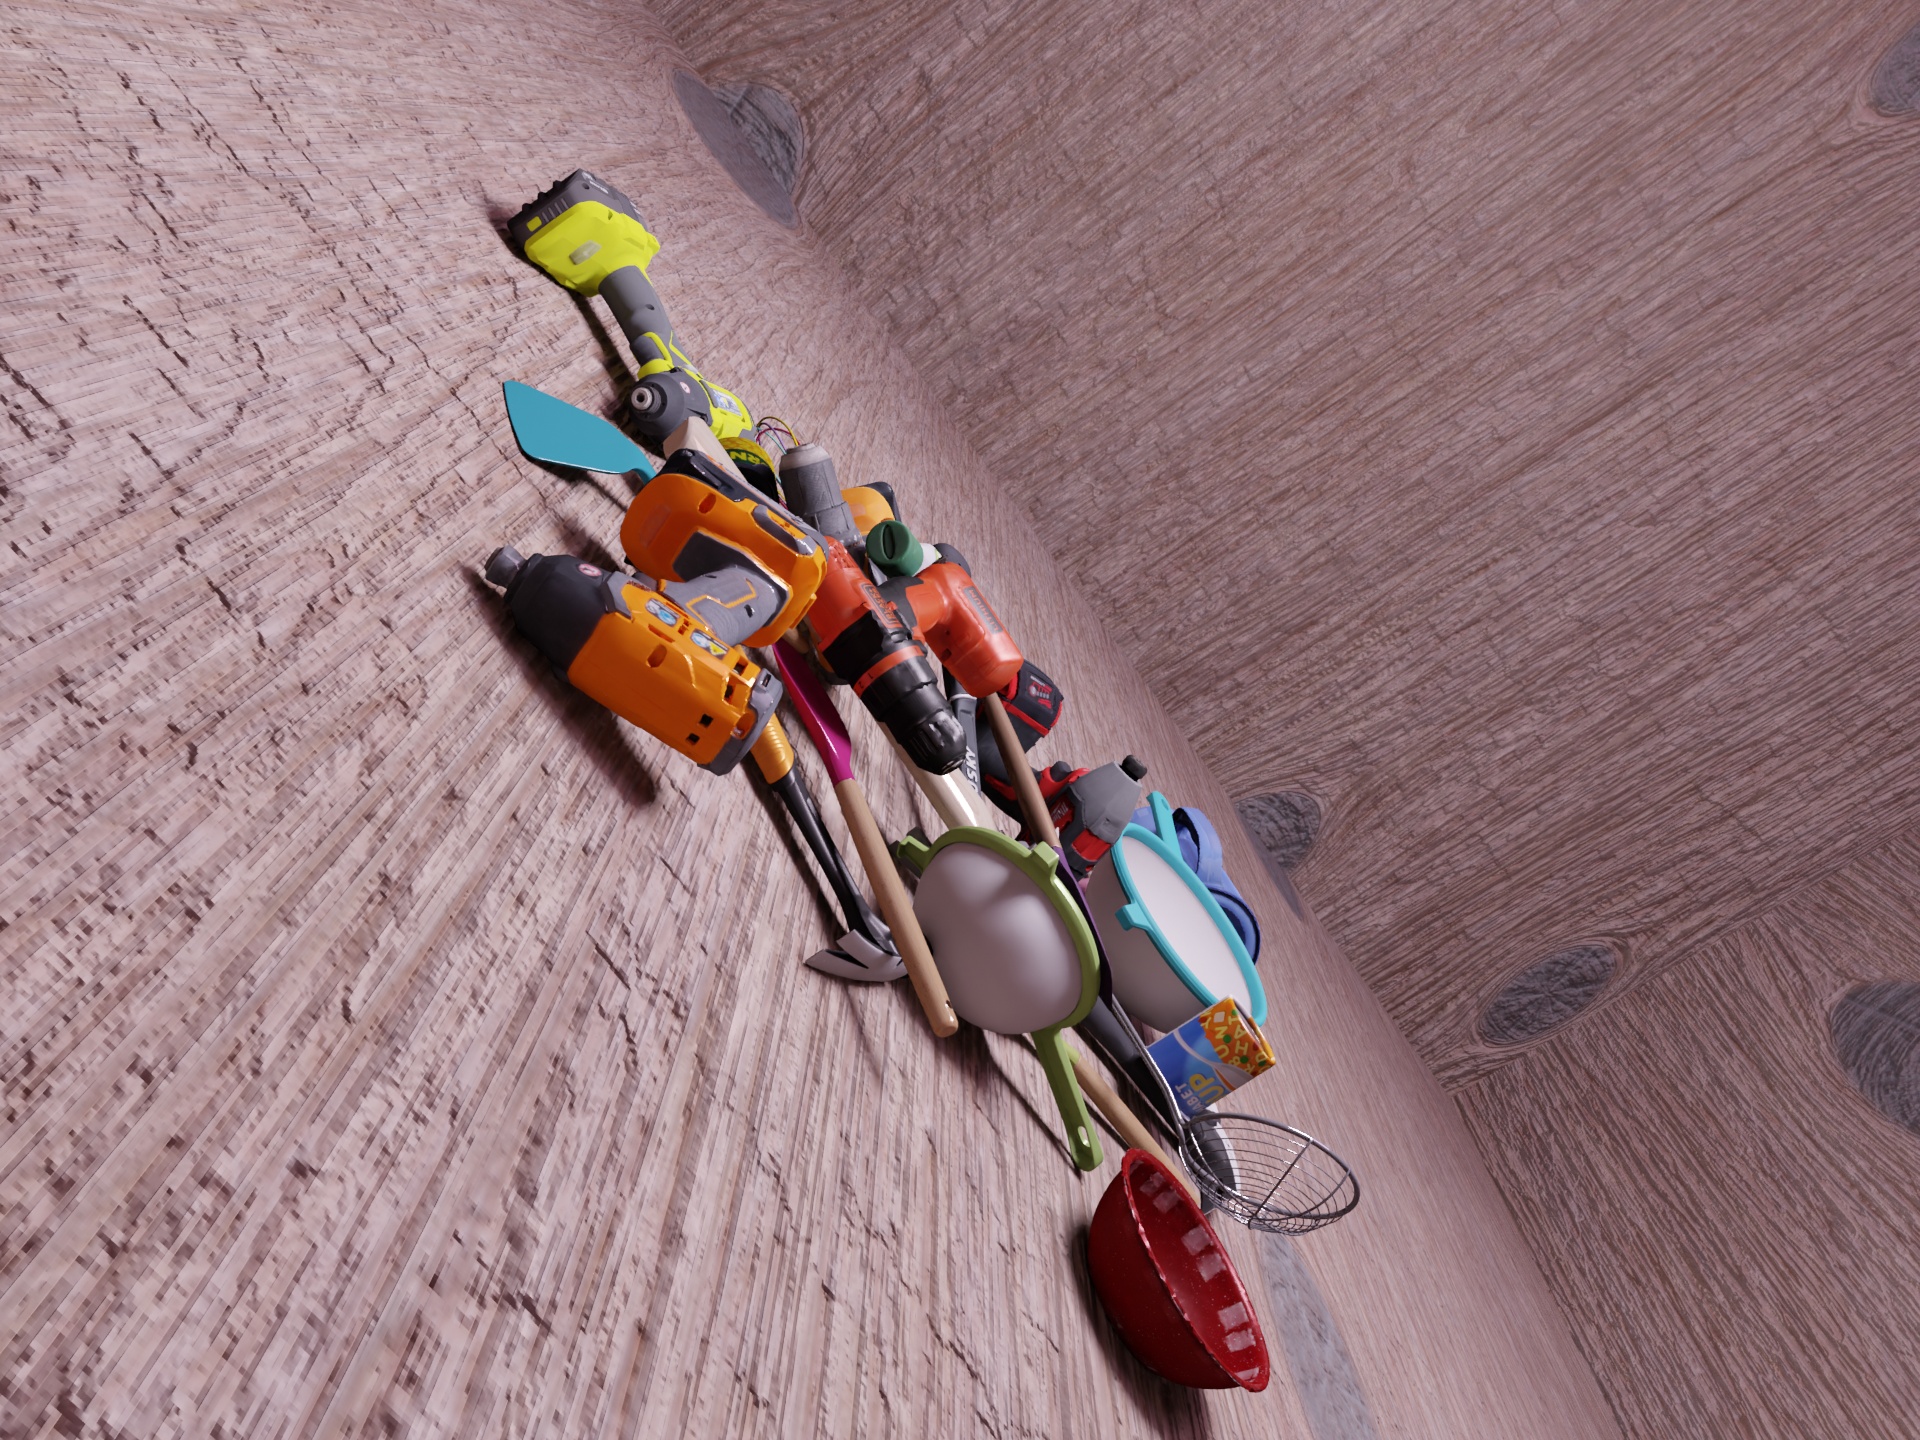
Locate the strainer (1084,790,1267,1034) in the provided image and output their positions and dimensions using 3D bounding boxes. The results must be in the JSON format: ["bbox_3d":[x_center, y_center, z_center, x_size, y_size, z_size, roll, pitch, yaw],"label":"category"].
[{"bbox_3d":[0.169,0.172,1.451,0.211,0.095,0.341,46,18,-19],"label":"strainer"}]

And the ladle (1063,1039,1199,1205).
[{"bbox_3d":[0.105,0.258,1.173,0.319,0.062,0.078,52,-8,-27],"label":"ladle"}]

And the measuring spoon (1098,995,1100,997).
[{"bbox_3d":[0.115,0.222,1.396,0.034,0.018,0.124,40,20,-53],"label":"measuring spoon"}]

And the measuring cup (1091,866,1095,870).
[{"bbox_3d":[0.118,0.135,1.602,0.083,0.038,0.167,62,11,28],"label":"measuring cup"}]

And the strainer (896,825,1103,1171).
[{"bbox_3d":[0.030,0.195,1.031,0.069,0.151,0.256,-31,108,-36],"label":"strainer"}]

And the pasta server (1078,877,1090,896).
[{"bbox_3d":[0.082,0.156,1.434,0.060,0.040,0.316,60,17,21],"label":"pasta server"}]

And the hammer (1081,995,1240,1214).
[{"bbox_3d":[0.124,0.260,1.289,0.334,0.035,0.146,51,12,-18],"label":"hammer"}]

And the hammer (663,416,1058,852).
[{"bbox_3d":[-0.073,-0.046,1.141,0.410,0.038,0.146,54,24,1],"label":"hammer"}]

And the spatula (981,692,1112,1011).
[{"bbox_3d":[0.058,0.078,1.114,0.316,0.018,0.059,-111,-168,-49],"label":"spatula"}]

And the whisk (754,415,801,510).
[{"bbox_3d":[-0.128,-0.175,1.462,0.245,0.047,0.051,61,11,9],"label":"whisk"}]

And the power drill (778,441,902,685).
[{"bbox_3d":[-0.095,-0.142,1.297,0.226,0.084,0.185,-77,154,-74],"label":"power drill"}]

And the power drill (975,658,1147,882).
[{"bbox_3d":[0.069,0.042,1.356,0.078,0.143,0.220,32,15,-38],"label":"power drill"}]

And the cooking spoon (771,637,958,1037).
[{"bbox_3d":[-0.063,0.059,0.974,0.068,0.017,0.319,44,15,-50],"label":"cooking spoon"}]

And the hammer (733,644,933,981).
[{"bbox_3d":[-0.125,0.011,0.988,0.337,0.034,0.127,59,11,19],"label":"hammer"}]

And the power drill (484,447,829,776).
[{"bbox_3d":[-0.165,-0.075,0.897,0.164,0.084,0.227,34,25,-11],"label":"power drill"}]

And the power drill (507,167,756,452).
[{"bbox_3d":[-0.256,-0.310,1.250,0.223,0.080,0.171,60,12,5],"label":"power drill"}]

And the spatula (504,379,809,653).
[{"bbox_3d":[-0.197,-0.128,1.114,0.317,0.044,0.082,49,12,-50],"label":"spatula"}]

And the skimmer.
[{"bbox_3d":[0.153,0.222,1.185,0.364,0.090,0.127,57,-24,32],"label":"skimmer"}]

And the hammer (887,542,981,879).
[{"bbox_3d":[-0.002,-0.004,1.286,0.149,0.036,0.409,34,34,-33],"label":"hammer"}]
